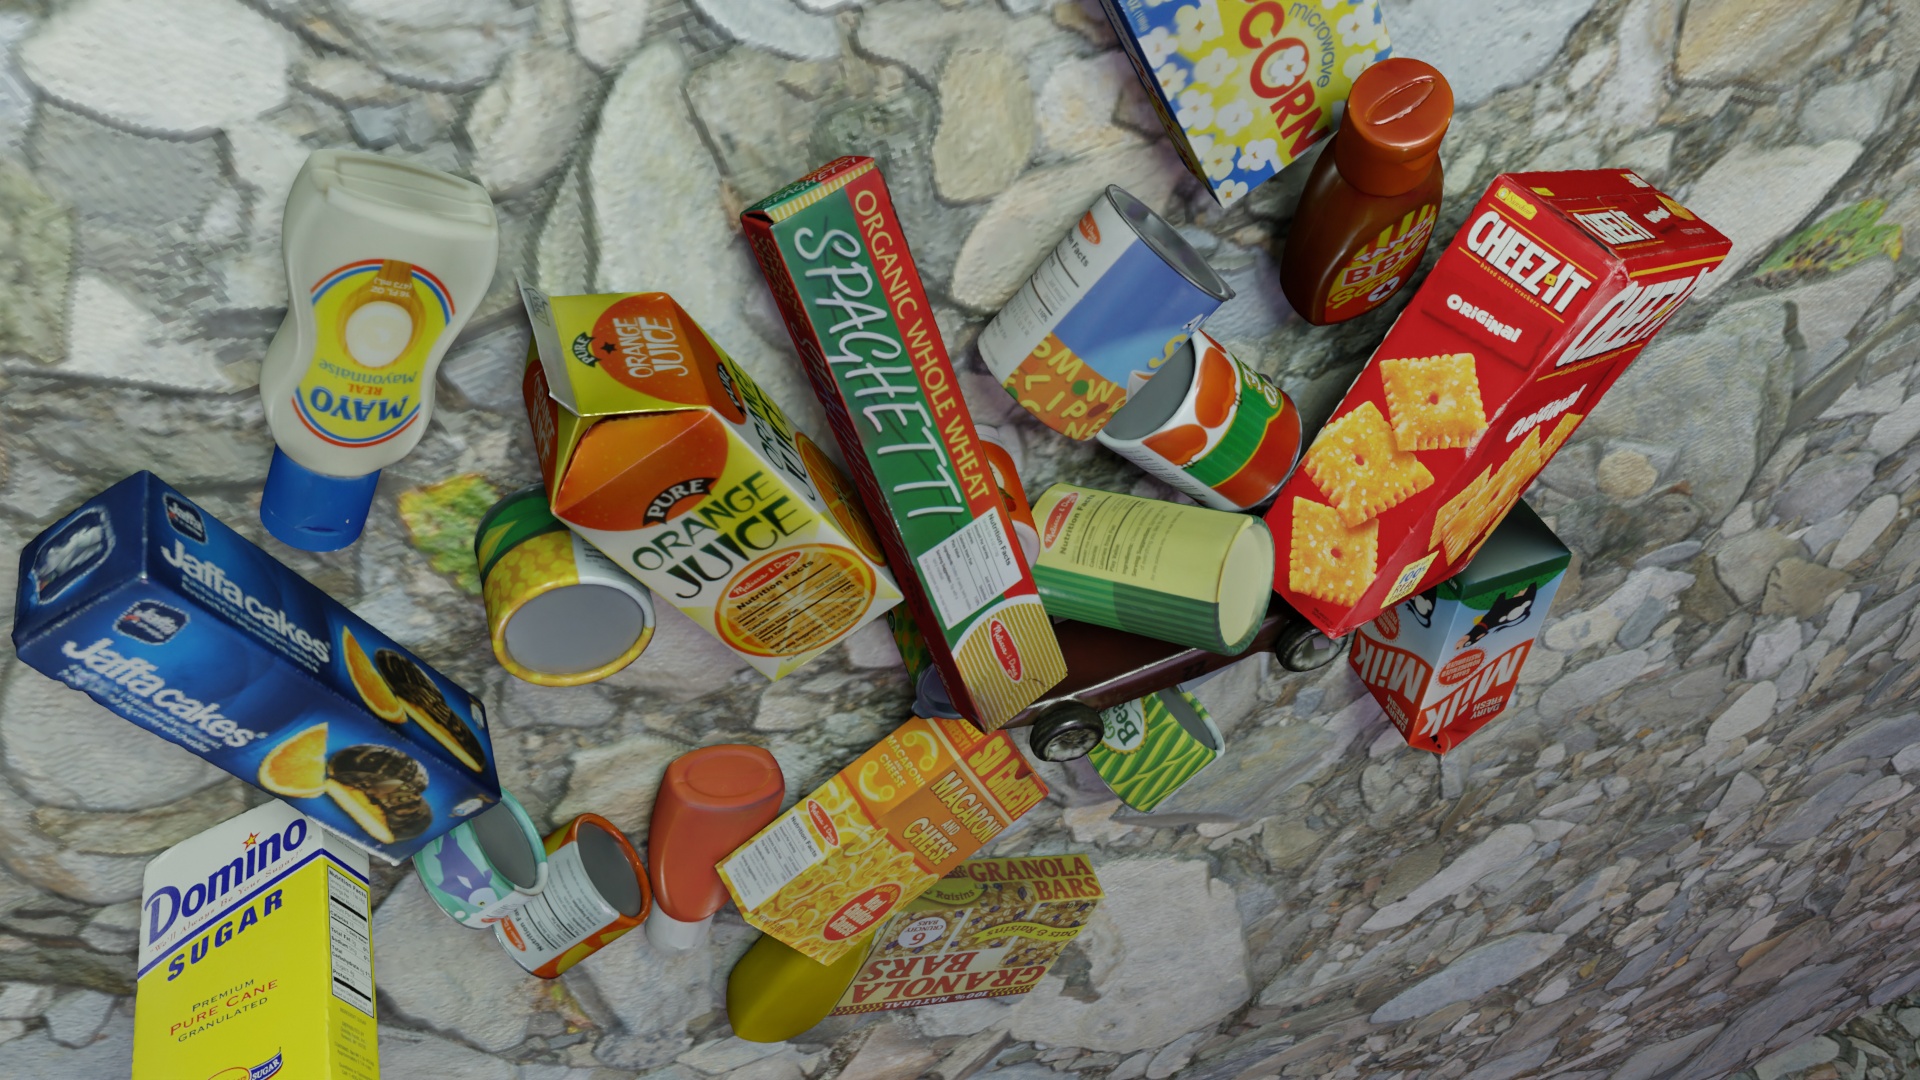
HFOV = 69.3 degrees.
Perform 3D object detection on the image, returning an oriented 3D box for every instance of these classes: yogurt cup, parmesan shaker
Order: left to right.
[{"bbox_3d":[0.002,-0.008,0.640,0.072,0.054,0.072,-15,139,-13],"label":"yogurt cup"},{"bbox_3d":[0.087,0.015,0.655,0.071,0.103,0.071,-22,118,-51],"label":"parmesan shaker"}]

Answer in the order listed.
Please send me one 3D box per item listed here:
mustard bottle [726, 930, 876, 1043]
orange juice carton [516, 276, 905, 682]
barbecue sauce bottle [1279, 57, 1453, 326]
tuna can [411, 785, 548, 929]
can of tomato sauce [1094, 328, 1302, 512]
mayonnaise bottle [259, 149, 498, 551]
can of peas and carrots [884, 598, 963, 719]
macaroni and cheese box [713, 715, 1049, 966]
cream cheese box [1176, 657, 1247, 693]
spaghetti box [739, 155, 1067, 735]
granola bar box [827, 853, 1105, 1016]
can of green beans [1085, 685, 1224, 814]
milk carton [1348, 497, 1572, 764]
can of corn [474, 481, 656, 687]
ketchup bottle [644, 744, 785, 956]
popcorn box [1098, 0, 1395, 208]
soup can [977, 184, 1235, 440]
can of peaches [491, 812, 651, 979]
[{"bbox_3d":[-0.090,0.256,0.875,0.065,0.049,0.159,14,125,-37],"label":"mustard bottle"},{"bbox_3d":[-0.105,-0.026,0.550,0.073,0.072,0.192,-33,140,8],"label":"orange juice carton"},{"bbox_3d":[0.164,-0.137,0.554,0.065,0.044,0.148,-32,164,0],"label":"barbecue sauce bottle"},{"bbox_3d":[-0.234,0.150,0.676,0.033,0.071,0.071,-31,140,4],"label":"tuna can"},{"bbox_3d":[0.106,-0.059,0.632,0.071,0.071,0.083,-45,136,20],"label":"can of tomato sauce"},{"bbox_3d":[-0.210,-0.060,0.482,0.065,0.041,0.147,6,129,-35],"label":"mayonnaise bottle"},{"bbox_3d":[-0.001,0.048,0.693,0.071,0.059,0.070,-14,139,-13],"label":"can of peas and carrots"},{"bbox_3d":[-0.037,0.161,0.774,0.166,0.040,0.123,-37,149,-4],"label":"macaroni and cheese box"},{"bbox_3d":[0.160,0.044,0.802,0.104,0.024,0.053,-31,140,6],"label":"cream cheese box"},{"bbox_3d":[-0.016,-0.030,0.558,0.050,0.029,0.249,-34,123,-20],"label":"spaghetti box"},{"bbox_3d":[0.000,0.267,0.942,0.166,0.039,0.123,5,131,-31],"label":"granola bar box"},{"bbox_3d":[0.114,0.118,0.824,0.057,0.071,0.071,-44,137,19],"label":"can of green beans"},{"bbox_3d":[0.296,0.057,0.850,0.073,0.072,0.189,-16,139,-13],"label":"milk carton"},{"bbox_3d":[-0.166,0.020,0.577,0.071,0.058,0.070,-15,138,-13],"label":"can of corn"},{"bbox_3d":[-0.143,0.175,0.765,0.065,0.044,0.148,-3,135,-30],"label":"ketchup bottle"},{"bbox_3d":[0.103,-0.194,0.507,0.085,0.038,0.126,-35,139,8],"label":"popcorn box"},{"bbox_3d":[0.060,-0.091,0.572,0.071,0.071,0.083,21,122,-41],"label":"soup can"},{"bbox_3d":[-0.204,0.185,0.729,0.058,0.071,0.071,-33,139,7],"label":"can of peaches"}]
